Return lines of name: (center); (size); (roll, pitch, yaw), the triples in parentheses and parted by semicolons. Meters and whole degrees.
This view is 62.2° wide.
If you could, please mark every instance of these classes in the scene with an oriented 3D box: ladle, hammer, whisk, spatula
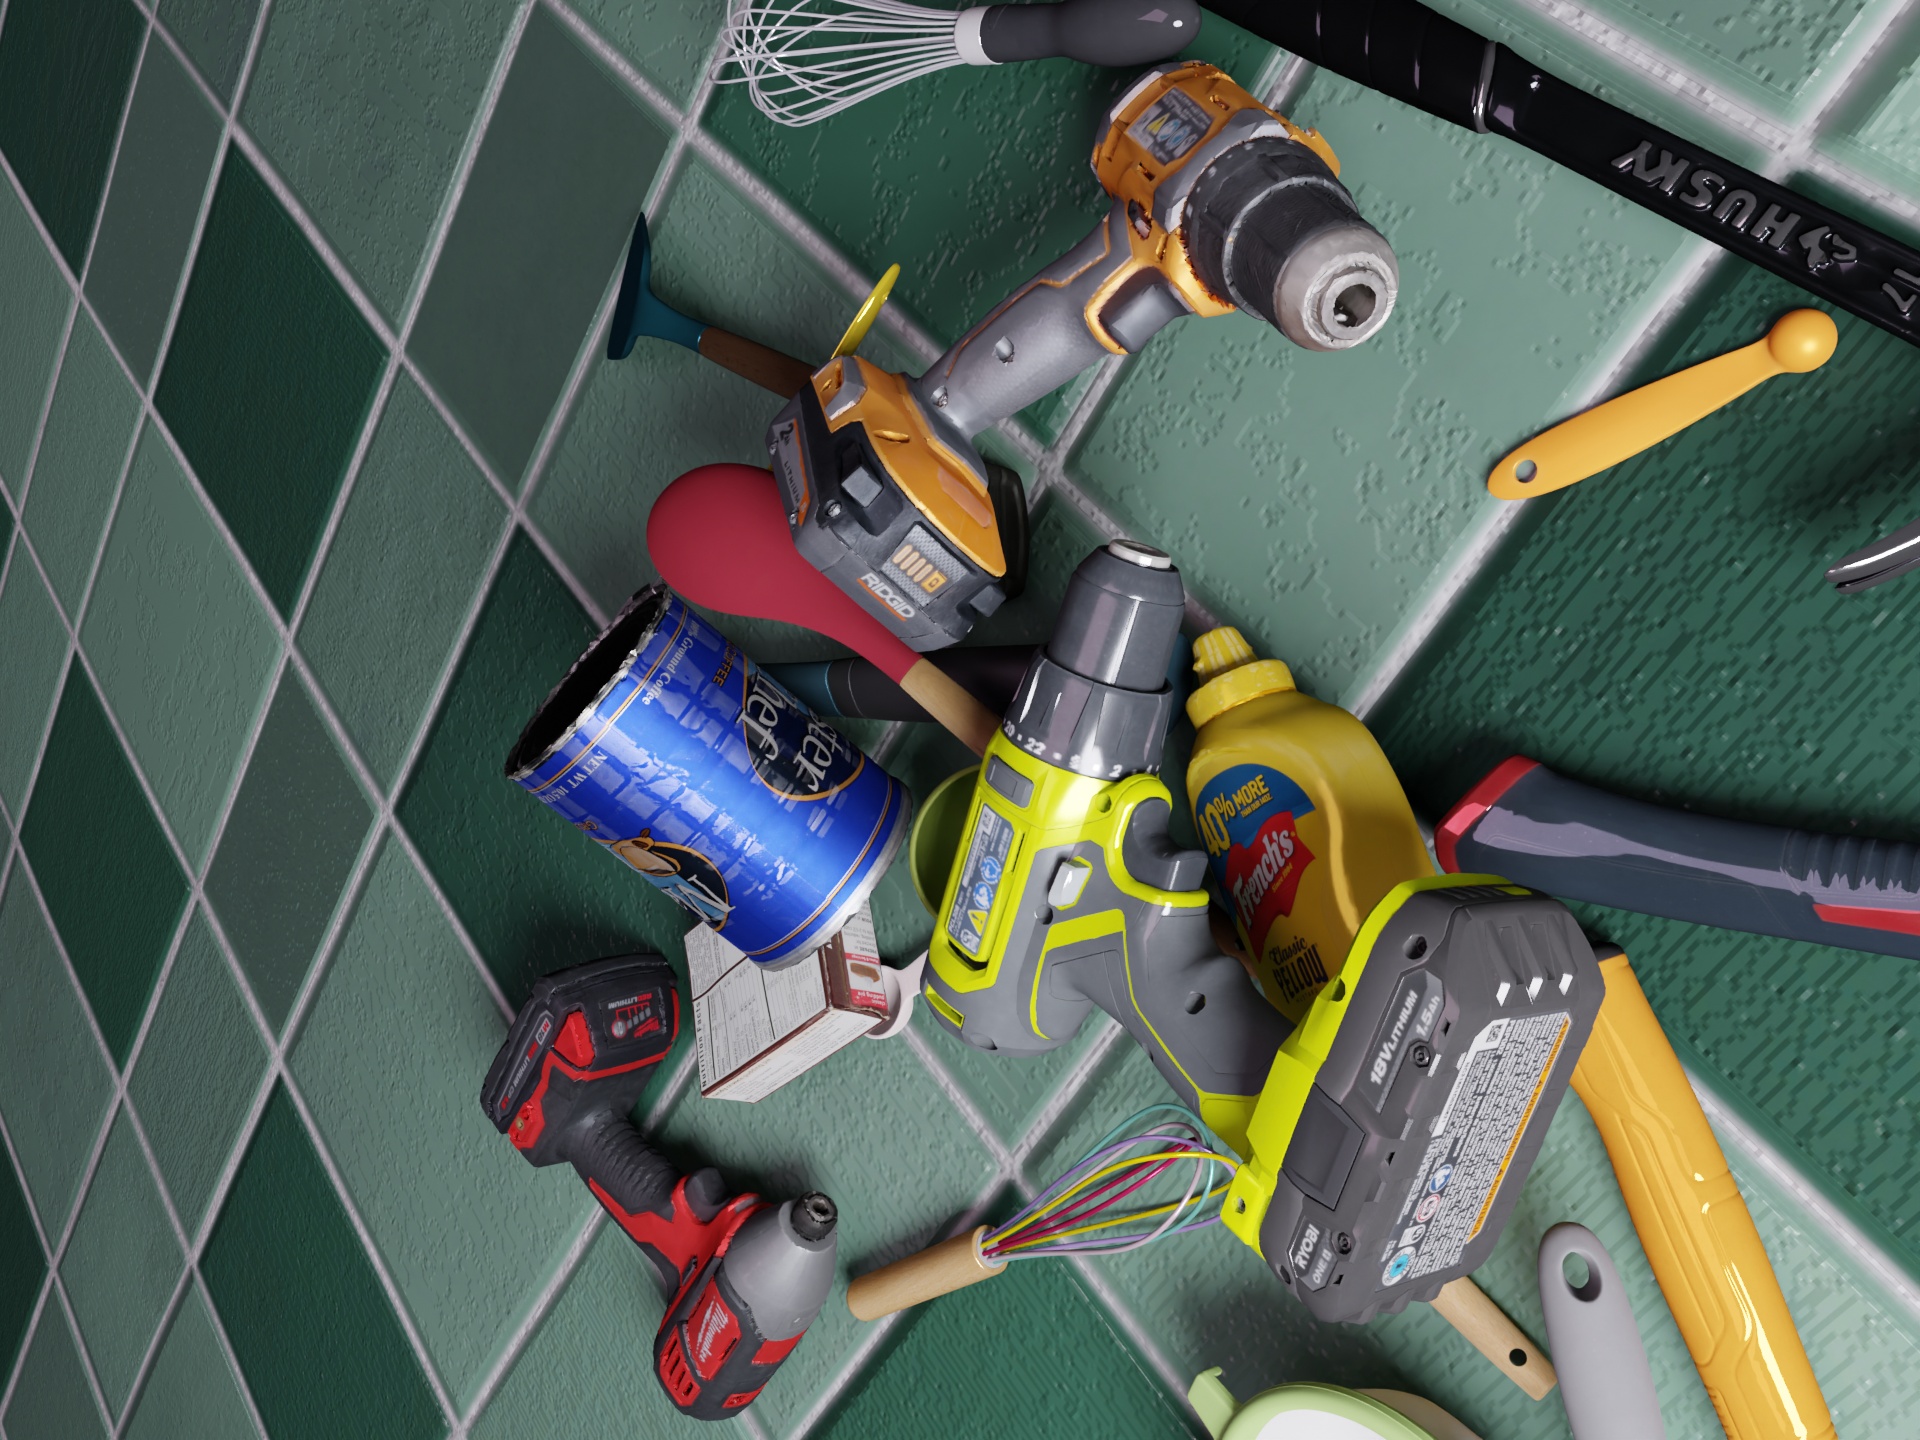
ladle: (0.097, 0.131, 0.614); (0.078, 0.062, 0.320); (-46, 61, -2)
hammer: (0.189, -0.198, 0.529); (0.409, 0.036, 0.149); (45, 109, 34)
whisk: (-0.013, -0.291, 0.681); (0.285, 0.070, 0.070); (19, 104, 43)
ladle: (-0.001, -0.002, 0.639); (0.315, 0.069, 0.031); (40, 162, 6)
hammer: (0.316, 0.073, 0.430); (0.386, 0.038, 0.143); (7, 97, 41)
hammer: (-0.042, -0.014, 0.721); (0.331, 0.033, 0.128); (-1, 121, 38)
spatula: (-0.098, -0.178, 0.777); (0.318, 0.044, 0.082); (32, 112, 38)
whisk: (0.024, 0.221, 0.688); (0.245, 0.047, 0.051); (-37, 69, 39)
whisk: (0.212, 0.275, 0.482); (0.055, 0.055, 0.239); (-21, 73, 40)
hammer: (0.262, 0.227, 0.484); (0.127, 0.034, 0.337); (-32, 71, 38)

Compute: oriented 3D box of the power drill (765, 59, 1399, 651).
power drill: (0.041, -0.127, 0.571); (0.226, 0.084, 0.186); (-41, 35, 14)

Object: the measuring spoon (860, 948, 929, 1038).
measuring spoon: (-0.002, 0.111, 0.729); (0.124, 0.018, 0.034); (-36, 53, 29)

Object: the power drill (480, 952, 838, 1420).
power drill: (-0.149, 0.231, 0.820); (0.220, 0.078, 0.143); (47, 121, 27)

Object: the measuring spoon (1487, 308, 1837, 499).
measuring spoon: (0.225, -0.101, 0.522); (0.117, 0.011, 0.021); (-26, 74, 39)

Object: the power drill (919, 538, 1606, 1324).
power drill: (0.083, 0.060, 0.521); (0.229, 0.080, 0.190); (35, 116, 46)

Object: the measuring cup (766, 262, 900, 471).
measuring cup: (-0.058, -0.123, 0.691); (0.029, 0.062, 0.156); (33, 108, 1)

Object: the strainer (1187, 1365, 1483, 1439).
strainer: (0.174, 0.343, 0.543); (0.151, 0.069, 0.256); (-15, 88, 53)
